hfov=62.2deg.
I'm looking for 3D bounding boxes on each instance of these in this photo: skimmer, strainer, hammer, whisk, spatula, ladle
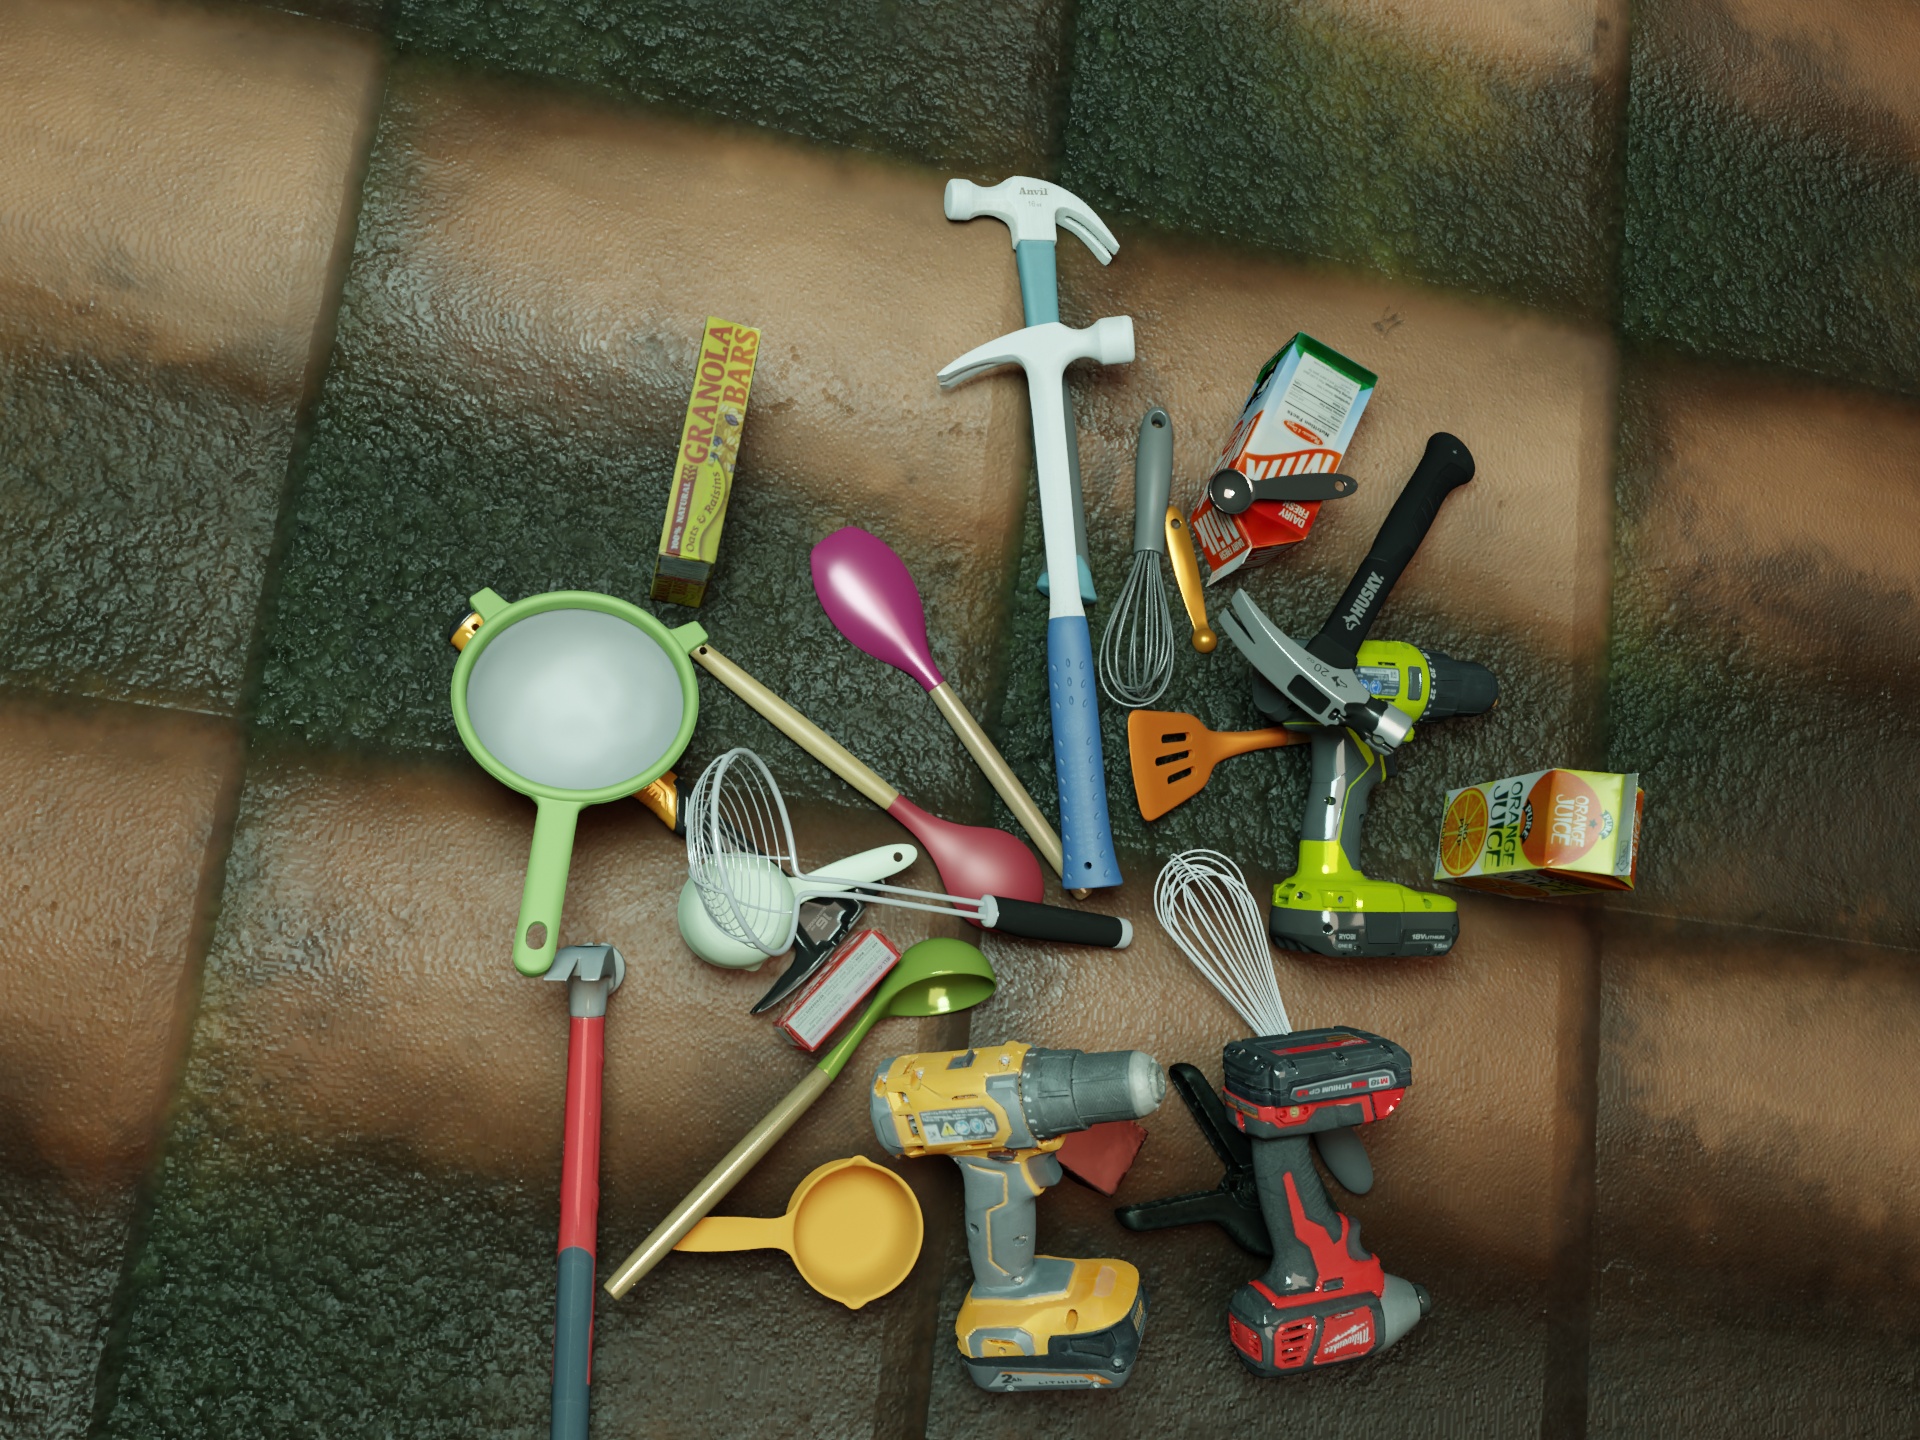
[{"bbox_3d":[-0.016,0.106,1.029,0.363,0.090,0.127,13,56,-31],"label":"skimmer"},{"bbox_3d":[-0.248,0.043,0.994,0.151,0.069,0.257,9,62,-12],"label":"strainer"},{"bbox_3d":[-0.237,0.333,0.975,0.038,0.143,0.386,2,84,-7],"label":"hammer"},{"bbox_3d":[0.223,0.218,1.142,0.070,0.070,0.284,-31,94,-17],"label":"whisk"},{"bbox_3d":[-0.215,0.048,1.075,0.337,0.034,0.127,42,73,-4],"label":"hammer"},{"bbox_3d":[0.069,-0.083,1.135,0.144,0.035,0.405,-5,85,7],"label":"hammer"},{"bbox_3d":[0.307,-0.120,1.167,0.146,0.035,0.335,35,50,5],"label":"hammer"},{"bbox_3d":[0.269,0.009,1.196,0.322,0.041,0.081,-9,93,-16],"label":"spatula"},{"bbox_3d":[0.065,-0.249,1.196,0.128,0.033,0.331,-3,81,-13],"label":"hammer"},{"bbox_3d":[-0.098,0.256,1.028,0.062,0.078,0.320,39,64,17],"label":"ladle"},{"bbox_3d":[0.137,-0.125,1.188,0.055,0.055,0.239,10,74,-12],"label":"whisk"},{"bbox_3d":[-0.067,0.040,1.117,0.315,0.031,0.069,38,73,-3],"label":"ladle"}]

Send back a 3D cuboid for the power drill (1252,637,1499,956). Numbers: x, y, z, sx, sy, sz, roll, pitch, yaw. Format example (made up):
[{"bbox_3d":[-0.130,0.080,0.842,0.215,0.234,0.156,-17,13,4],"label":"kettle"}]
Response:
[{"bbox_3d":[0.307,0.054,1.161,0.190,0.080,0.228,3,87,-20],"label":"power drill"}]

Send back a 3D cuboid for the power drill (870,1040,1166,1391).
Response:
[{"bbox_3d":[0.058,0.306,1.007,0.185,0.084,0.226,-11,105,21],"label":"power drill"}]

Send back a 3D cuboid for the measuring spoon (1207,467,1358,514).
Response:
[{"bbox_3d":[0.233,-0.167,1.158,0.124,0.018,0.034,-6,82,-20],"label":"measuring spoon"}]

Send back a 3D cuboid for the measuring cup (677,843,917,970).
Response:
[{"bbox_3d":[-0.104,0.111,1.052,0.167,0.038,0.083,-17,84,-15],"label":"measuring cup"}]

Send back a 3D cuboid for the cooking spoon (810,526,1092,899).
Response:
[{"bbox_3d":[-0.002,-0.004,1.144,0.069,0.017,0.319,-35,90,-16],"label":"cooking spoon"}]

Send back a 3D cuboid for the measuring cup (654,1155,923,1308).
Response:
[{"bbox_3d":[-0.114,0.332,1.042,0.173,0.052,0.095,3,80,-11],"label":"measuring cup"}]

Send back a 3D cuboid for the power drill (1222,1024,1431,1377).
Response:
[{"bbox_3d":[0.251,0.328,1.084,0.143,0.078,0.219,-4,92,-17],"label":"power drill"}]

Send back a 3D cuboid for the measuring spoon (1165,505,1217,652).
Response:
[{"bbox_3d":[0.175,-0.108,1.208,0.021,0.011,0.117,-12,83,-15],"label":"measuring spoon"}]
